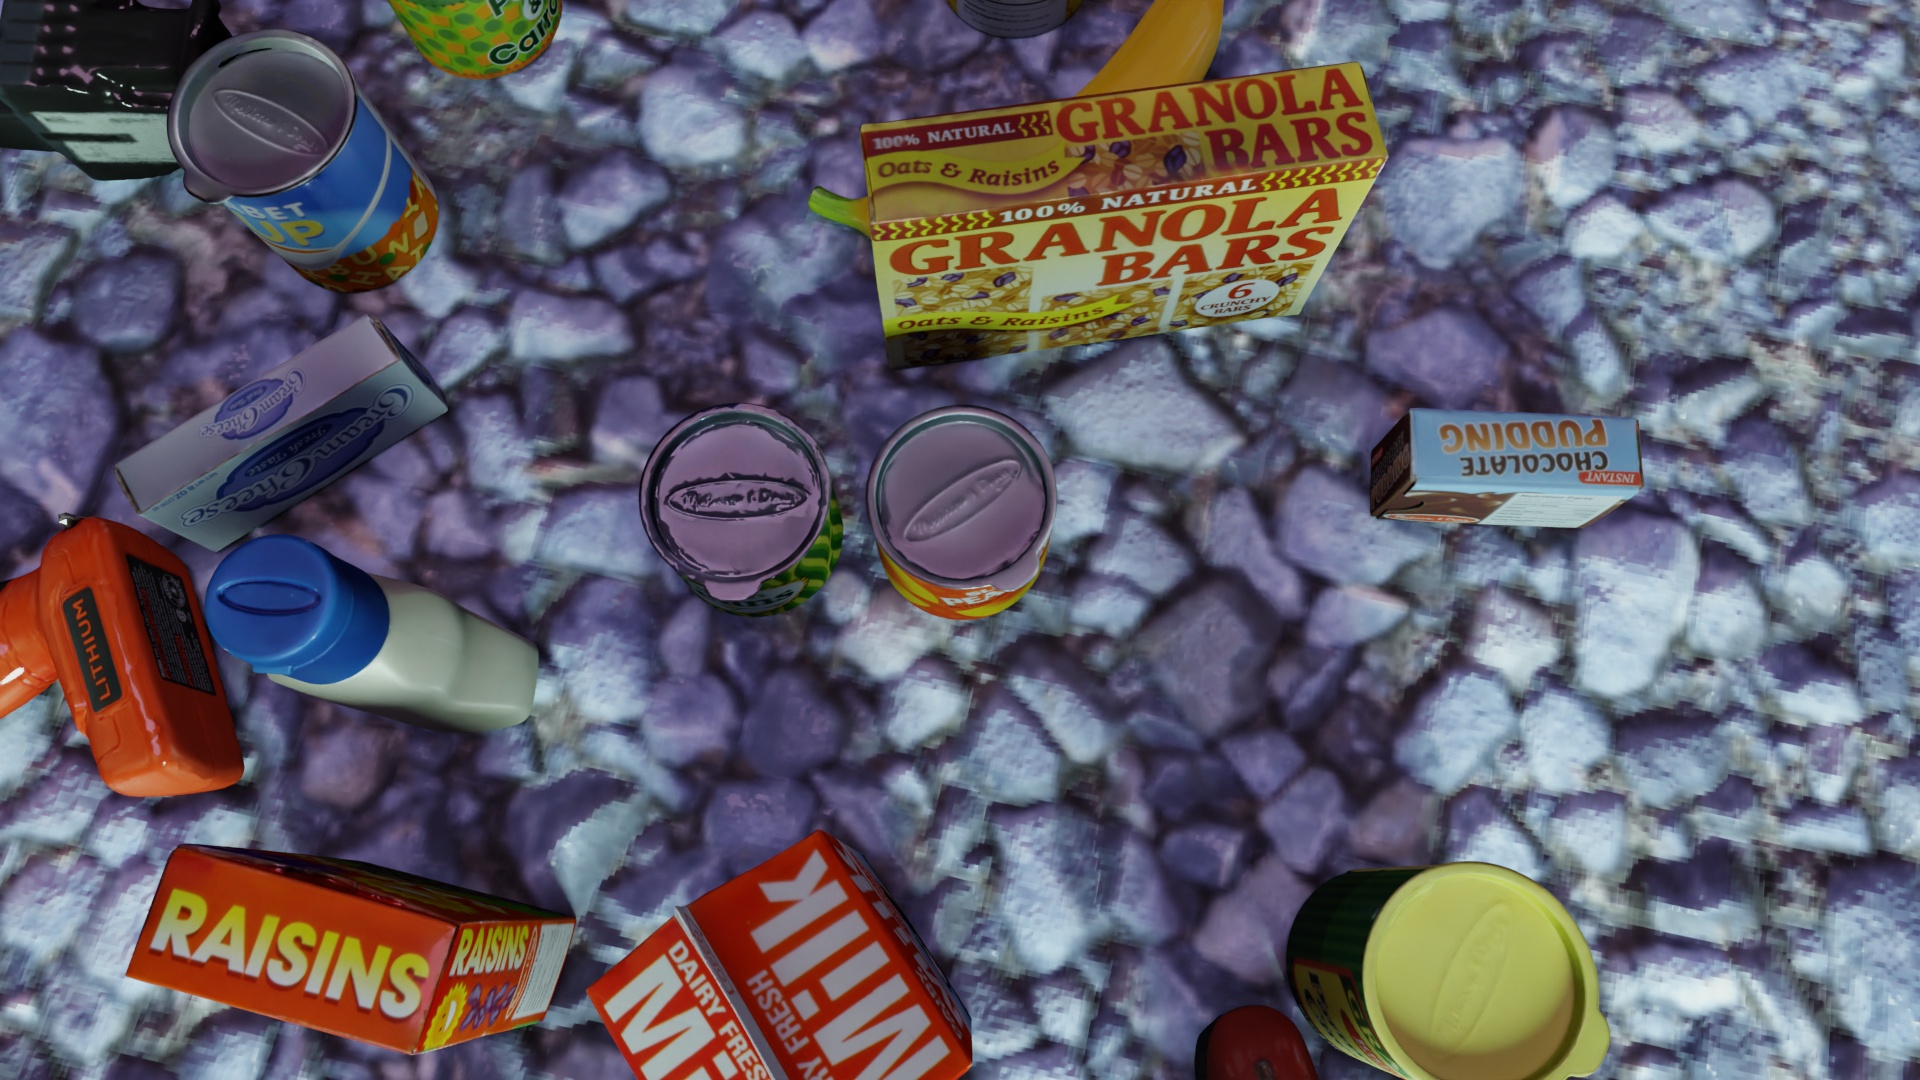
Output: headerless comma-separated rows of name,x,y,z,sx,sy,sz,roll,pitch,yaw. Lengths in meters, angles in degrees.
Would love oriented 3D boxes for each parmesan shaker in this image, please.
parmesan shaker,0.149,0.138,0.439,0.071,0.103,0.071,0,75,0

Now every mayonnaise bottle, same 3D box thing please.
mayonnaise bottle,-0.185,0.033,0.445,0.065,0.147,0.041,4,75,1

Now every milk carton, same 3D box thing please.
milk carton,-0.045,0.134,0.395,0.073,0.190,0.072,-34,78,-8

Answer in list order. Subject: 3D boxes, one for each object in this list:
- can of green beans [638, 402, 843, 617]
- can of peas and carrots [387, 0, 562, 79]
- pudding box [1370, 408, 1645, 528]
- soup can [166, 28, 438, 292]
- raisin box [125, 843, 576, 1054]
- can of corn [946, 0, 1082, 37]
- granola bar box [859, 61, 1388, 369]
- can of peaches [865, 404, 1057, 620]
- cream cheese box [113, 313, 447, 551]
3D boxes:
can of green beans,-0.077,-0.009,0.503,0.071,0.057,0.071,0,75,0
can of peas and carrots,-0.200,-0.230,0.563,0.071,0.058,0.071,0,75,0
pudding box,0.199,-0.026,0.512,0.084,0.049,0.030,2,75,1
soup can,-0.246,-0.138,0.525,0.071,0.083,0.071,0,75,0
raisin box,-0.180,0.125,0.432,0.086,0.123,0.040,14,76,4
can of corn,0.023,-0.253,0.570,0.071,0.058,0.071,0,75,0
granola bar box,0.051,-0.112,0.497,0.166,0.124,0.039,-8,75,-2
can of peaches,0.002,-0.006,0.502,0.071,0.058,0.071,0,75,0
cream cheese box,-0.247,-0.039,0.513,0.104,0.053,0.024,-34,78,-9
